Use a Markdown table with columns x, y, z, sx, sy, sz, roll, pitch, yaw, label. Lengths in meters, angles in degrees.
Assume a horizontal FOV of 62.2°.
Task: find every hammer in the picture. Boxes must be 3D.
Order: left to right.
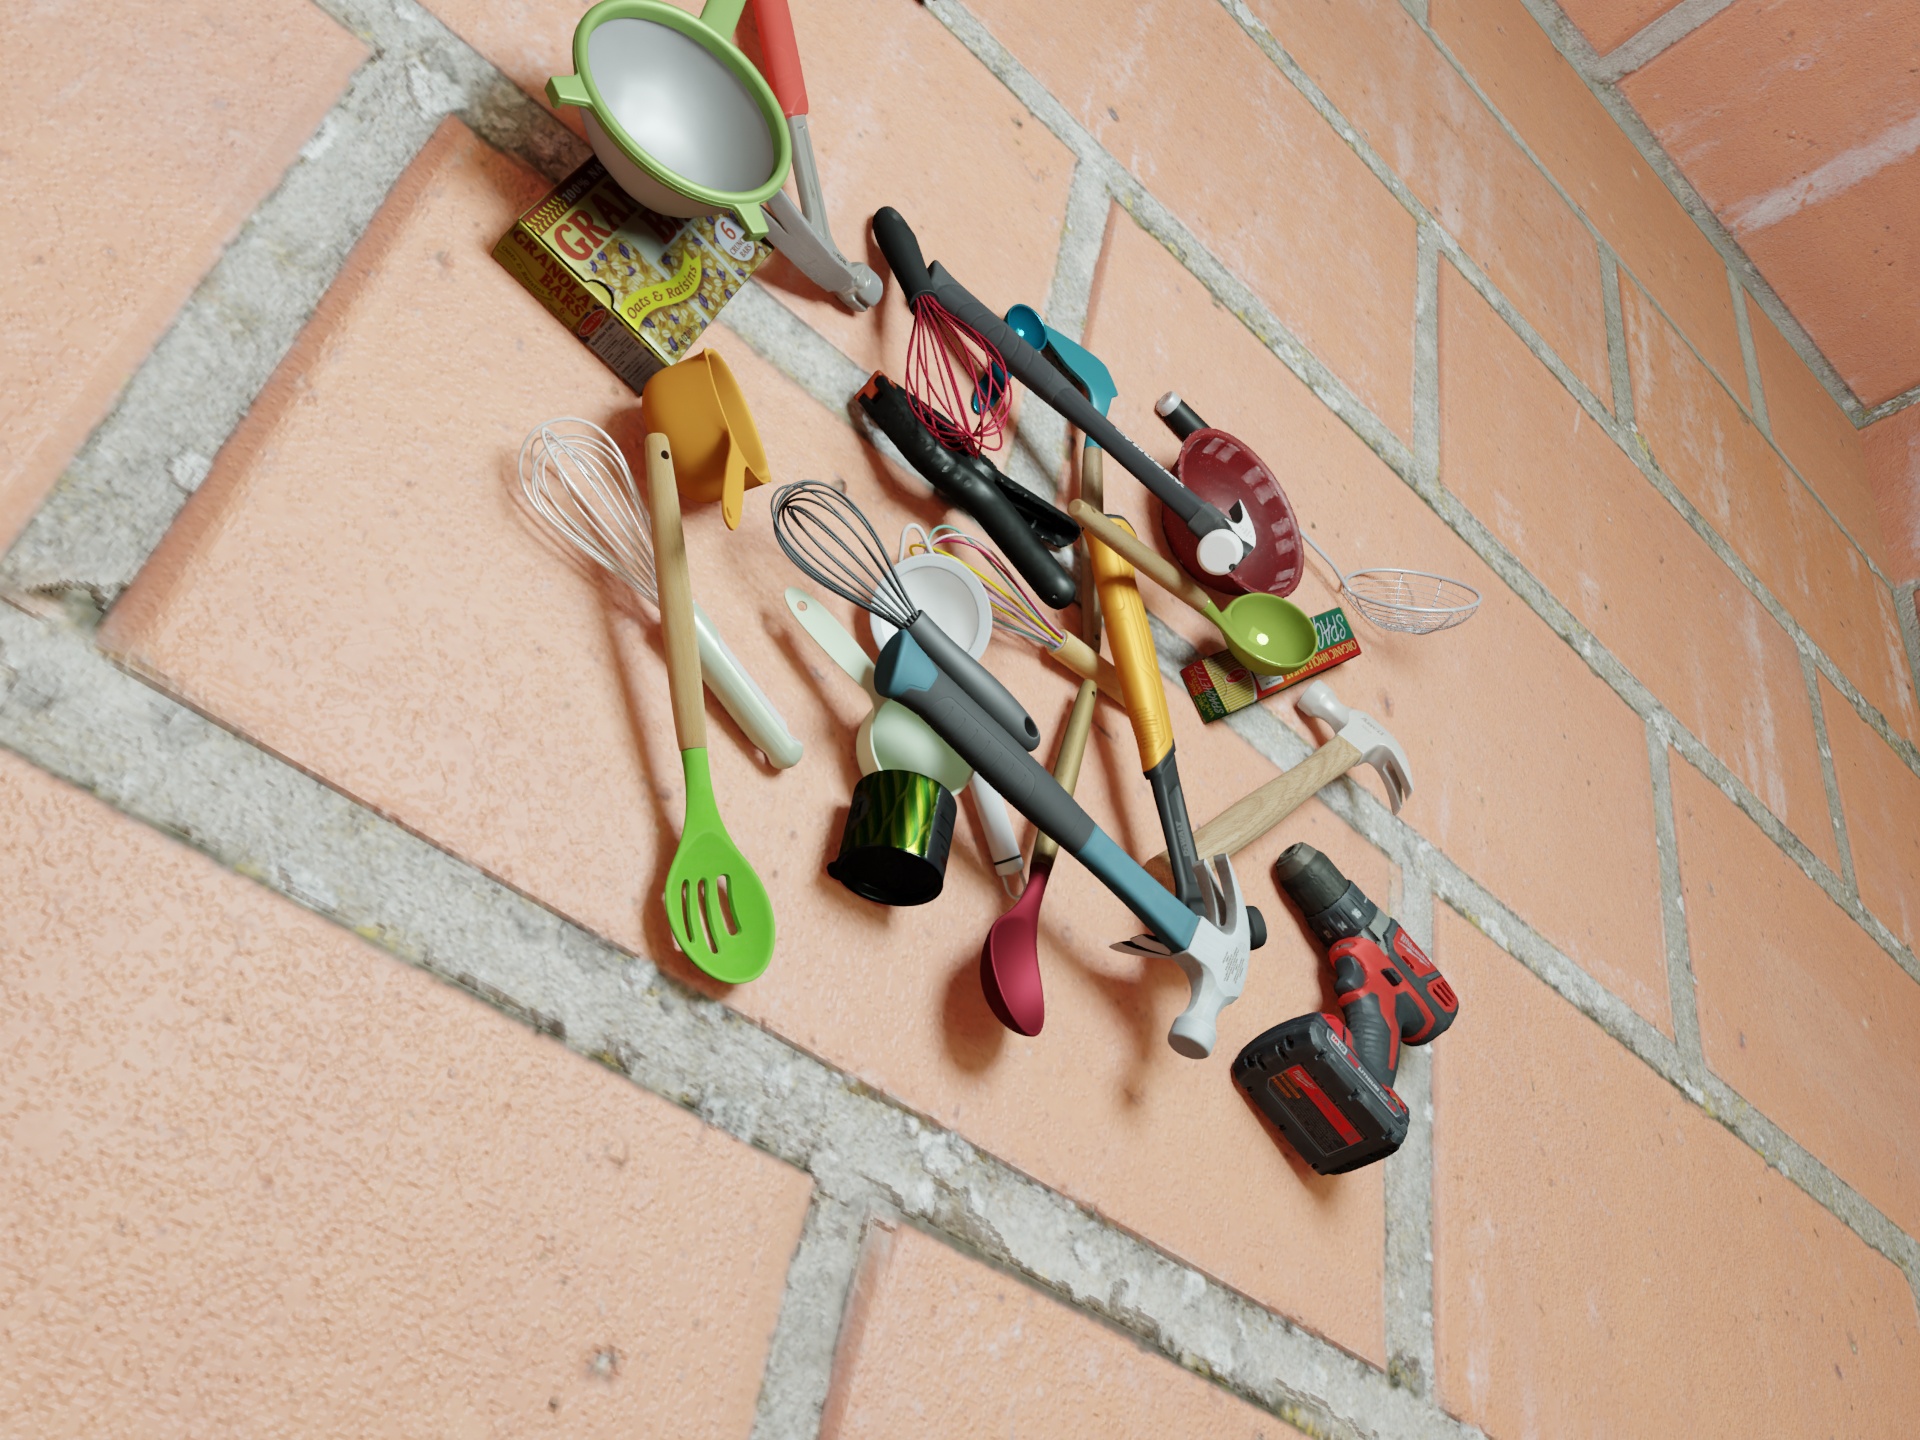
| x | y | z | sx | sy | sz | roll | pitch | yaw | label |
| --- | --- | --- | --- | --- | --- | --- | --- | --- | --- |
| -0.134 | -0.479 | 1.171 | 0.149 | 0.037 | 0.359 | 30 | 44 | -59 | hammer |
| 0.068 | 0.067 | 1.016 | 0.330 | 0.033 | 0.128 | 43 | 53 | -16 | hammer |
| 0.094 | -0.237 | 1.225 | 0.335 | 0.035 | 0.146 | 42 | 21 | 3 | hammer |
| 0.132 | 0.005 | 1.148 | 0.127 | 0.034 | 0.337 | 3 | 68 | -37 | hammer |
| 0.254 | 0.064 | 1.264 | 0.130 | 0.031 | 0.331 | 41 | 42 | 21 | hammer |

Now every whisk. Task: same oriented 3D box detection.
| x | y | z | sx | sy | sz | roll | pitch | yaw | label |
| --- | --- | --- | --- | --- | --- | --- | --- | --- | --- |
| -0.169 | -0.070 | 0.929 | 0.246 | 0.059 | 0.058 | 54 | -3 | -15 | whisk |
| -0.031 | -0.063 | 1.018 | 0.238 | 0.055 | 0.055 | 45 | 44 | -17 | whisk |
| -0.022 | -0.289 | 1.143 | 0.073 | 0.073 | 0.296 | 21 | 36 | -37 | whisk |
| 0.054 | -0.069 | 1.158 | 0.244 | 0.047 | 0.051 | 33 | 47 | -35 | whisk |

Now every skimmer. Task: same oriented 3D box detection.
| x | y | z | sx | sy | sz | roll | pitch | yaw | label |
| --- | --- | --- | --- | --- | --- | --- | --- | --- | --- |
| 0.333 | -0.199 | 1.469 | 0.363 | 0.090 | 0.127 | 39 | 13 | -20 | skimmer |

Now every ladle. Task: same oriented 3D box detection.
| x | y | z | sx | sy | sz | roll | pitch | yaw | label |
| --- | --- | --- | --- | --- | --- | --- | --- | --- | --- |
| 0.059 | 0.079 | 1.061 | 0.069 | 0.031 | 0.316 | 56 | 35 | -31 | ladle |
| 0.178 | -0.105 | 1.194 | 0.319 | 0.062 | 0.078 | 27 | 34 | -50 | ladle |

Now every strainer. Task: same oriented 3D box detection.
| x | y | z | sx | sy | sz | roll | pitch | yaw | label |
| --- | --- | --- | --- | --- | --- | --- | --- | --- | --- |
| -0.179 | -0.412 | 1.028 | 0.151 | 0.069 | 0.257 | 30 | 49 | -26 | strainer |
| -0.002 | -0.003 | 1.064 | 0.087 | 0.050 | 0.258 | -17 | 86 | -20 | strainer |

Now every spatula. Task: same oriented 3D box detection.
| x | y | z | sx | sy | sz | roll | pitch | yaw | label |
| --- | --- | --- | --- | --- | --- | --- | --- | --- | --- |
| 0.100 | -0.190 | 1.282 | 0.082 | 0.044 | 0.318 | 22 | 59 | -36 | spatula |

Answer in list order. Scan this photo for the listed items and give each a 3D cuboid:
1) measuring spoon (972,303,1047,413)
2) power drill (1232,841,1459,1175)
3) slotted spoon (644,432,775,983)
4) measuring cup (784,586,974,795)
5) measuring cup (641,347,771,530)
| x | y | z | sx | sy | sz | roll | pitch | yaw | label |
| --- | --- | --- | --- | --- | --- | --- | --- | --- | --- |
| 0.032 | -0.285 | 1.274 | 0.042 | 0.021 | 0.129 | 42 | 54 | -20 | measuring spoon |
| 0.286 | 0.210 | 1.209 | 0.188 | 0.080 | 0.227 | 50 | 38 | -3 | power drill |
| -0.151 | -0.009 | 0.890 | 0.070 | 0.031 | 0.314 | -1 | 80 | -46 | slotted spoon |
| -0.060 | -0.015 | 1.011 | 0.167 | 0.038 | 0.083 | 49 | 59 | -4 | measuring cup |
| -0.154 | -0.151 | 0.938 | 0.174 | 0.052 | 0.095 | -98 | 166 | -53 | measuring cup |
